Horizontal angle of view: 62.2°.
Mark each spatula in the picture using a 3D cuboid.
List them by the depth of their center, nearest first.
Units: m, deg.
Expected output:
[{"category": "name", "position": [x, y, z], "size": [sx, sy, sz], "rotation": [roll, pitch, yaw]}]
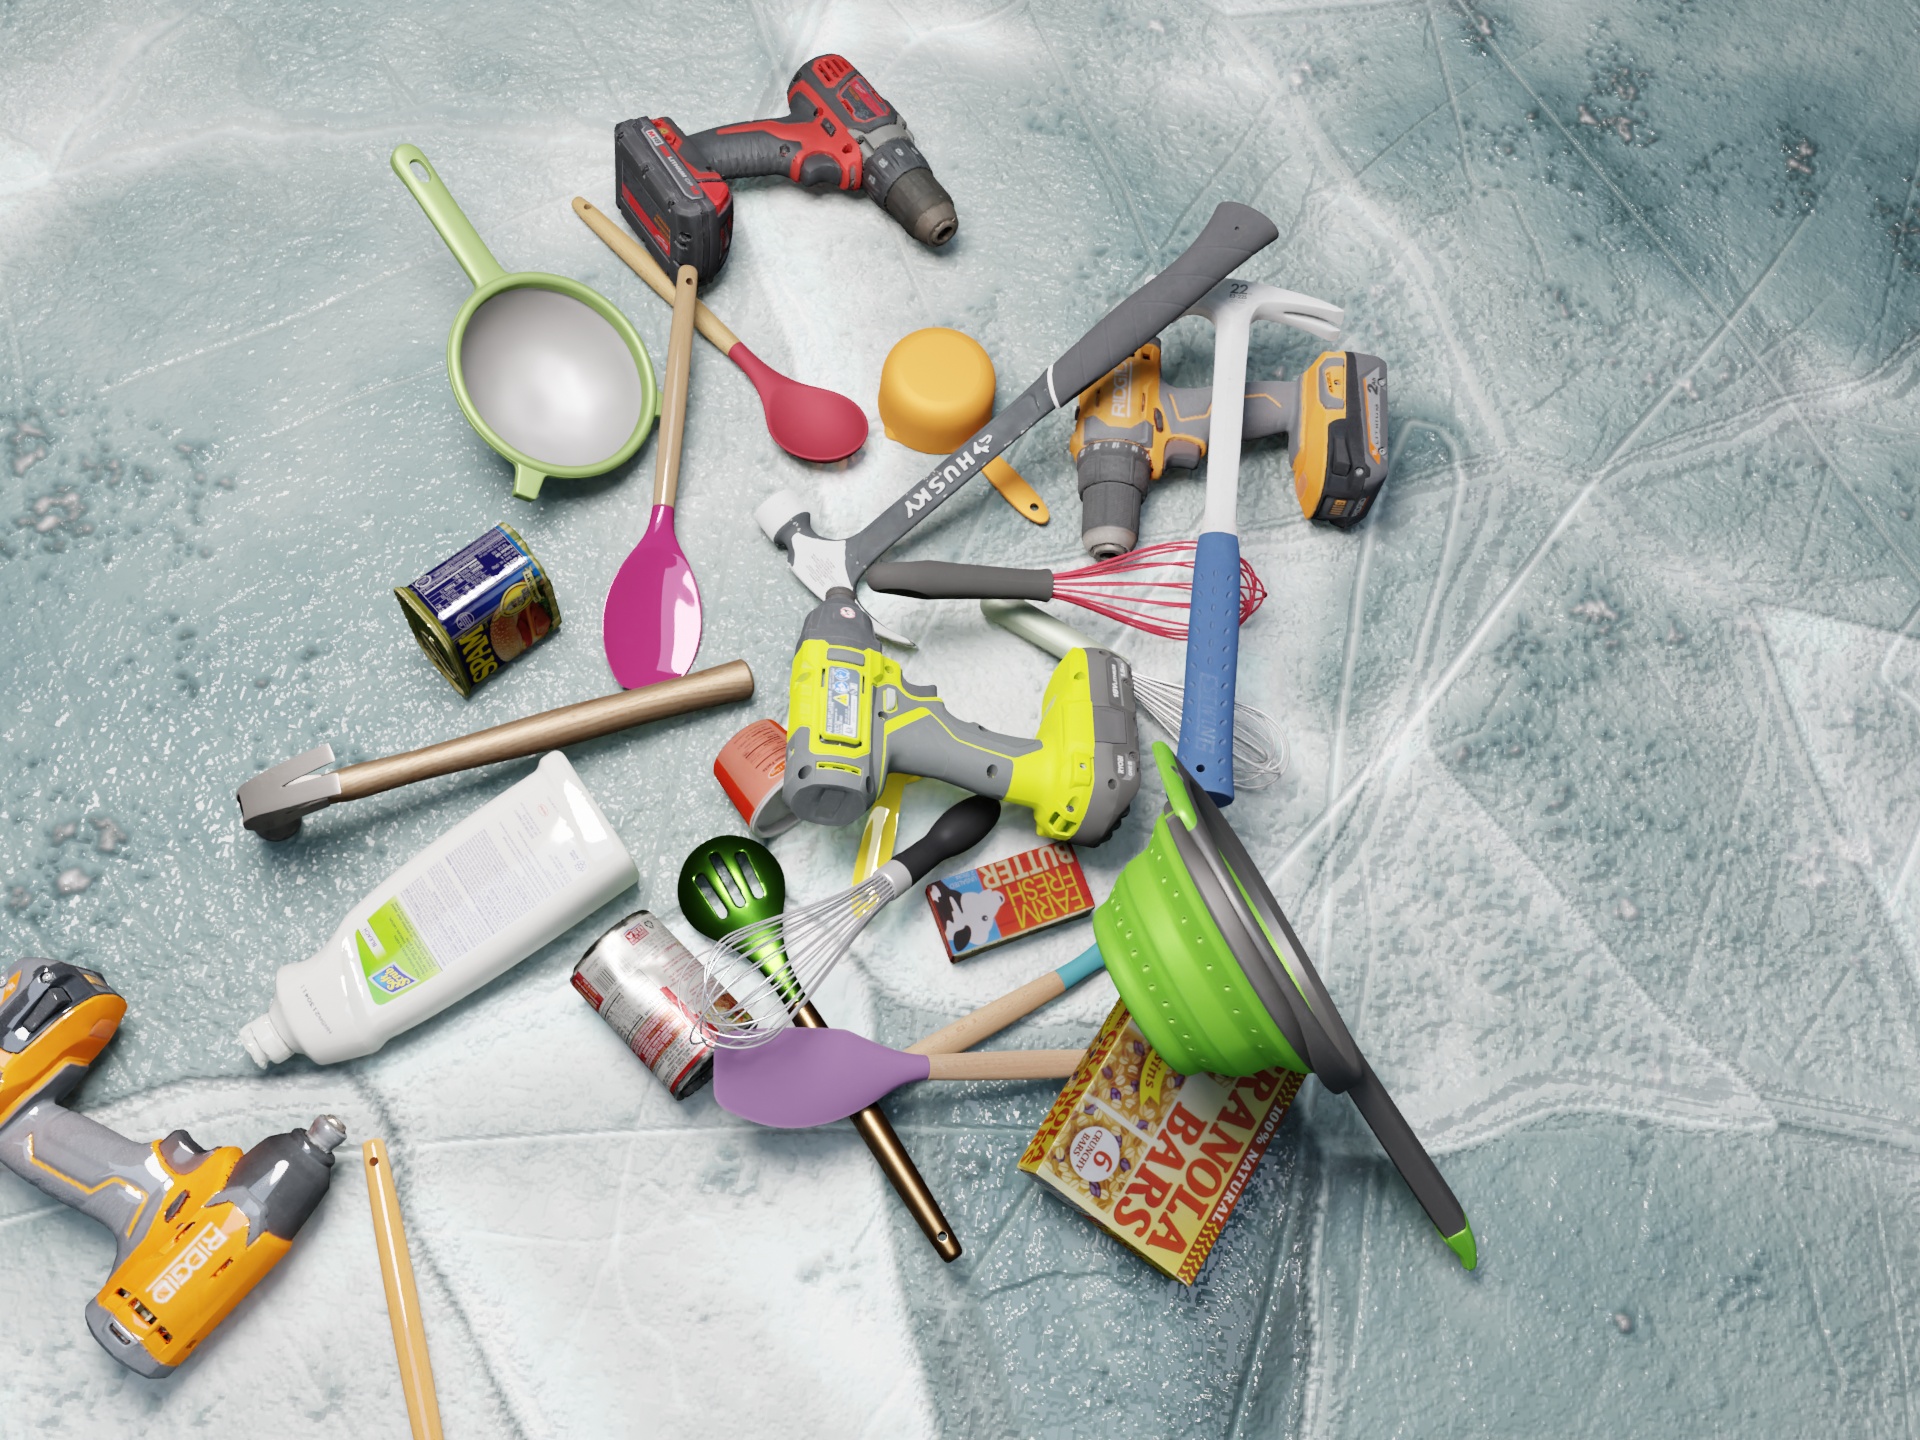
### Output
[{"category": "spatula", "position": [-0.308, 0.400, 0.917], "size": [0.081, 0.041, 0.323], "rotation": [-16, 67, -11]}, {"category": "spatula", "position": [0.004, 0.218, 0.990], "size": [0.315, 0.018, 0.060], "rotation": [2, 73, -18]}, {"category": "spatula", "position": [0.045, 0.180, 1.026], "size": [0.317, 0.044, 0.082], "rotation": [-27, 97, -13]}]

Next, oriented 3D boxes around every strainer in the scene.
[{"category": "strainer", "position": [-0.326, -0.279, 1.120], "size": [0.151, 0.069, 0.256], "rotation": [-40, 101, -35]}]

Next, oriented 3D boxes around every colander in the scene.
[{"category": "colander", "position": [0.185, 0.201, 0.949], "size": [0.094, 0.205, 0.396], "rotation": [-31, 109, 11]}]

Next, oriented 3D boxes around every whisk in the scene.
[{"category": "whisk", "position": [-0.064, 0.116, 0.995], "size": [0.070, 0.070, 0.284], "rotation": [45, 48, 11]}, {"category": "whisk", "position": [0.078, -0.093, 1.099], "size": [0.295, 0.073, 0.073], "rotation": [1, 68, -18]}, {"category": "whisk", "position": [0.120, -0.027, 1.117], "size": [0.246, 0.059, 0.058], "rotation": [31, 25, 10]}]

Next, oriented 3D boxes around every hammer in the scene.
[{"category": "hammer", "position": [-0.293, 0.013, 1.031], "size": [0.331, 0.130, 0.031], "rotation": [-16, 84, -21]}, {"category": "hammer", "position": [0.182, -0.133, 1.080], "size": [0.144, 0.035, 0.406], "rotation": [5, 66, 6]}, {"category": "hammer", "position": [0.054, -0.217, 1.113], "size": [0.409, 0.036, 0.149], "rotation": [-39, 81, 5]}]

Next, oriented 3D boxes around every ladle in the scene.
[{"category": "ladle", "position": [-0.188, -0.296, 1.197], "size": [0.315, 0.031, 0.069], "rotation": [44, 64, 13]}]

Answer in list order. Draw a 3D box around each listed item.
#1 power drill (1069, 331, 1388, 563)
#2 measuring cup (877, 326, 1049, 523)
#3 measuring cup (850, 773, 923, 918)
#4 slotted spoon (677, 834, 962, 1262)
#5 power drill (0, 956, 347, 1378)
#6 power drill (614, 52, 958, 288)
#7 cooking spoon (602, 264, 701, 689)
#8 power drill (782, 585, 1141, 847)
[{"category": "power drill", "position": [0.193, -0.195, 1.171], "size": [0.226, 0.084, 0.185], "rotation": [5, 68, 1]}, {"category": "measuring cup", "position": [0.010, -0.218, 1.172], "size": [0.095, 0.052, 0.174], "rotation": [-36, 75, -18]}, {"category": "measuring cup", "position": [-0.050, 0.061, 1.073], "size": [0.062, 0.029, 0.157], "rotation": [13, 71, -1]}, {"category": "slotted spoon", "position": [-0.087, 0.198, 0.998], "size": [0.070, 0.031, 0.314], "rotation": [-30, 70, -12]}, {"category": "power drill", "position": [-0.481, 0.242, 0.926], "size": [0.226, 0.084, 0.164], "rotation": [41, 75, 6]}, {"category": "power drill", "position": [-0.129, -0.408, 1.211], "size": [0.226, 0.080, 0.188], "rotation": [-28, 70, -24]}, {"category": "cooking spoon", "position": [-0.208, -0.175, 1.128], "size": [0.068, 0.017, 0.319], "rotation": [8, 77, -21]}, {"category": "power drill", "position": [-0.002, -0.003, 1.045], "size": [0.223, 0.080, 0.171], "rotation": [10, 53, -14]}]
